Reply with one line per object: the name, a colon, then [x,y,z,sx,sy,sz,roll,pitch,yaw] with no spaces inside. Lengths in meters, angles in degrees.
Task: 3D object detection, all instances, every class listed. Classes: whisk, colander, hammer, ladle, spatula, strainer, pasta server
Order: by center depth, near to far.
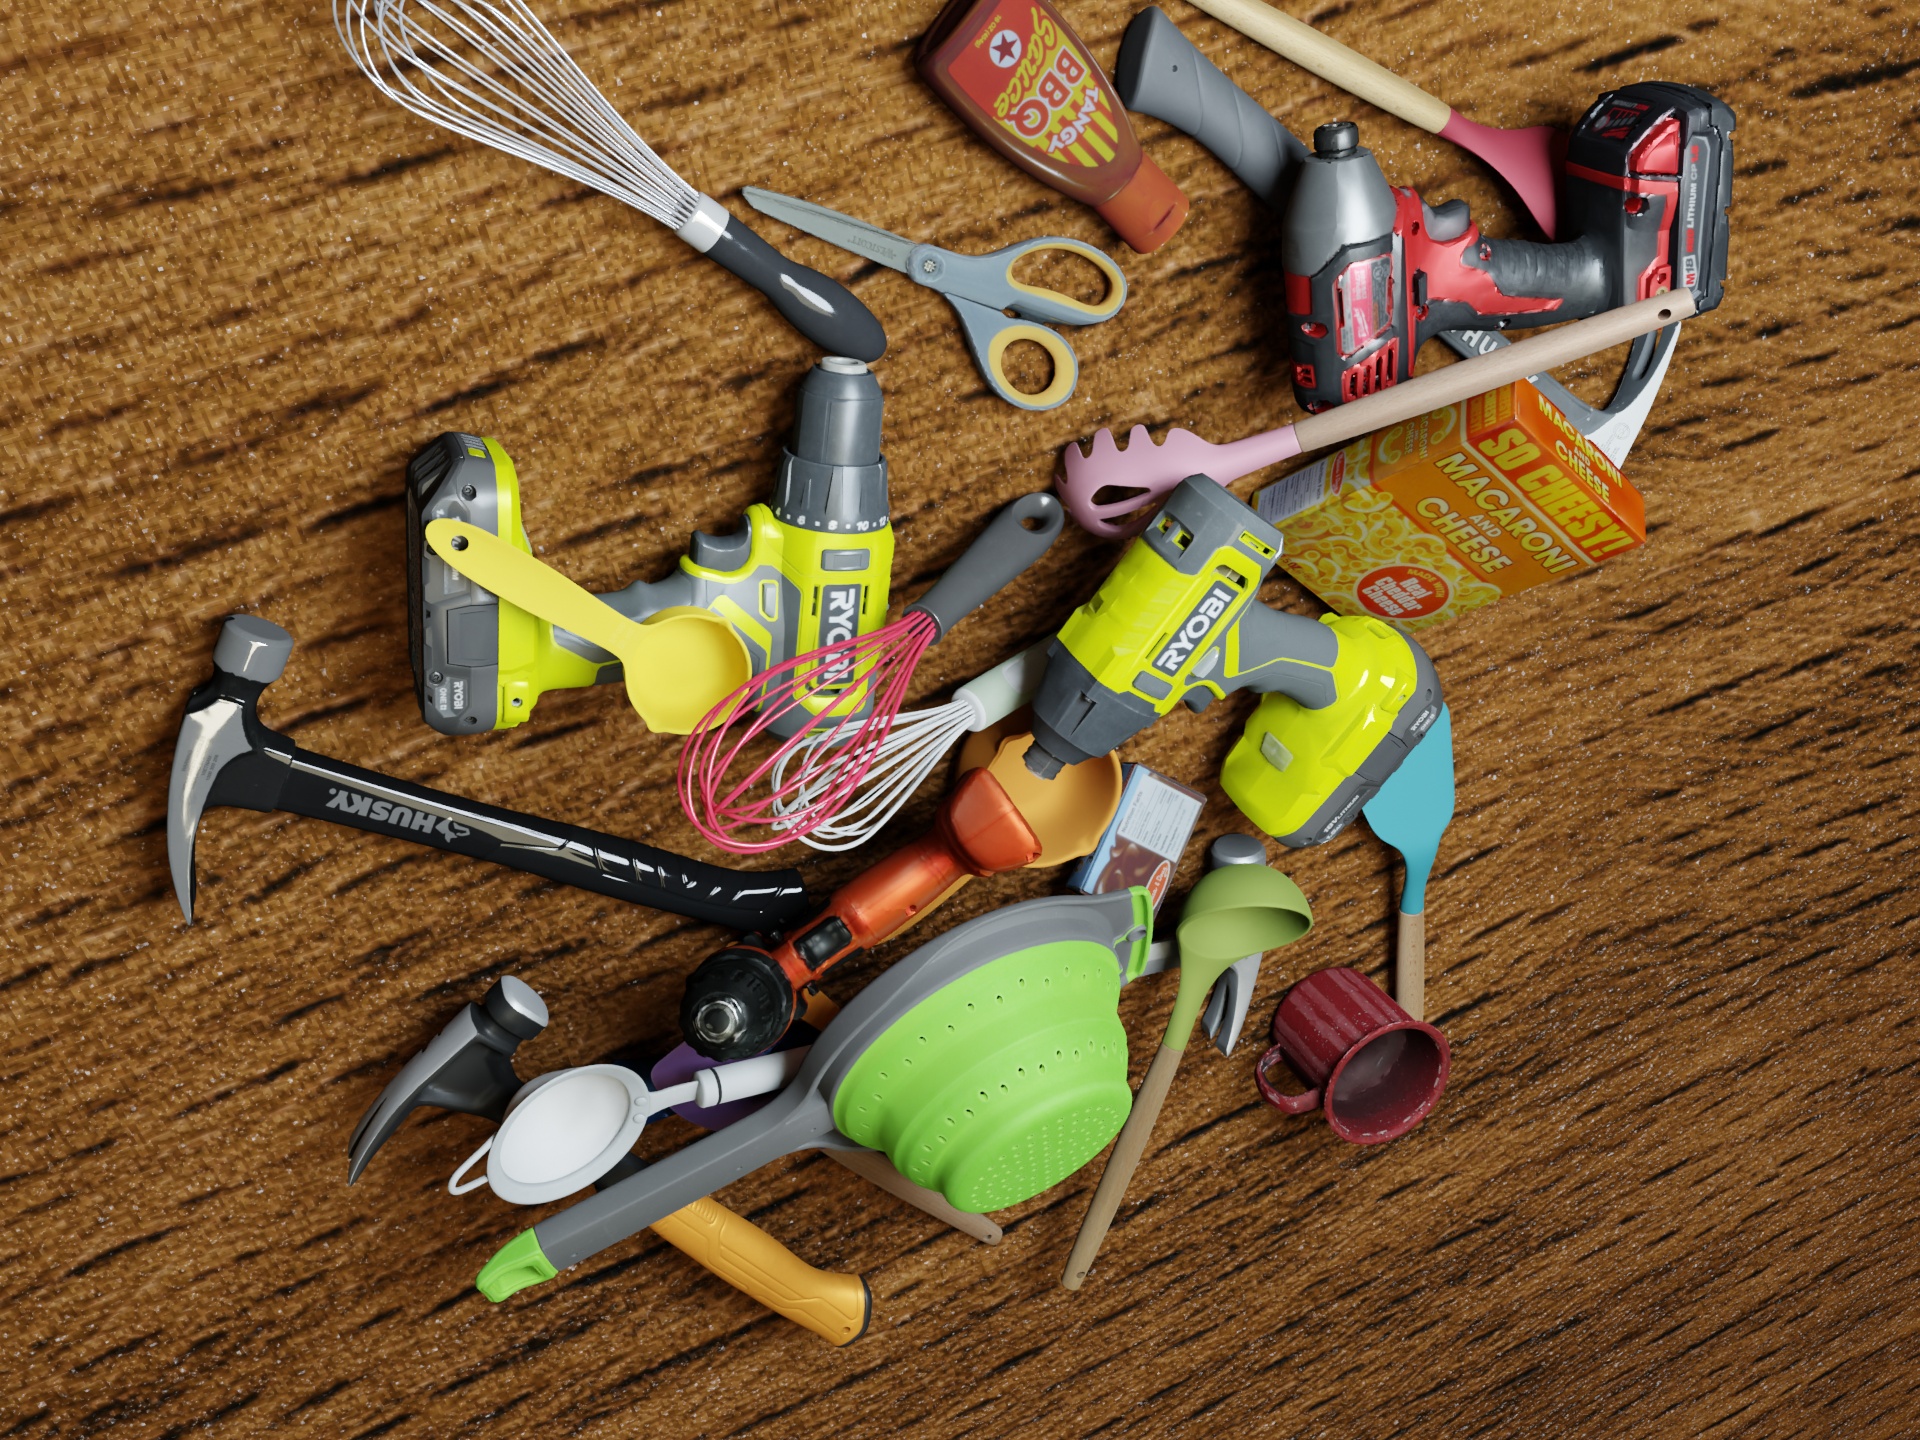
whisk: [-0.141,-0.239,0.701,0.284,0.070,0.070,29,99,-35]
whisk: [-0.029,-0.036,0.756,0.296,0.073,0.073,-45,129,-40]
pasta server: [0.193,-0.153,0.786,0.316,0.040,0.060,-17,123,21]
hammer: [-0.226,0.066,0.810,0.334,0.035,0.146,20,103,-28]
whisk: [-0.001,-0.003,0.818,0.246,0.059,0.058,-31,81,-36]
ladle: [0.227,-0.321,0.820,0.315,0.031,0.069,17,72,-23]
strainer: [-0.140,0.191,0.821,0.258,0.050,0.086,-7,125,-31]
colander: [-0.049,0.226,0.823,0.397,0.095,0.204,-25,147,-13]
hammer: [0.240,-0.245,0.858,0.408,0.036,0.149,28,99,-29]
hammer: [-0.171,0.273,0.883,0.127,0.034,0.336,-44,122,2]
spatula: [-0.066,0.257,0.939,0.060,0.018,0.315,-39,131,9]
hammer: [-0.001,0.177,0.947,0.405,0.035,0.144,-12,116,-17]
ladle: [0.125,0.226,0.967,0.078,0.062,0.320,12,110,-23]
spatula: [0.295,0.138,1.058,0.082,0.044,0.317,-17,122,-14]

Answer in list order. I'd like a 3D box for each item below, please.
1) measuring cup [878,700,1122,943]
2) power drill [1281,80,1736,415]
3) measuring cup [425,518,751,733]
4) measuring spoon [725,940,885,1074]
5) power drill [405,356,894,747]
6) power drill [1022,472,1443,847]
measuring cup: [0.008,0.059,0.890,0.173,0.052,0.095,-39,121,0]
power drill: [0.267,-0.245,0.801,0.219,0.079,0.143,-16,120,-6]
measuring cup: [-0.164,-0.048,0.704,0.156,0.029,0.062,31,97,-24]
measuring spoon: [-0.084,0.161,0.892,0.117,0.011,0.021,35,62,2]
power drill: [-0.140,-0.078,0.757,0.228,0.080,0.190,-3,115,-24]
power drill: [0.144,-0.016,0.851,0.223,0.080,0.171,23,110,-41]
